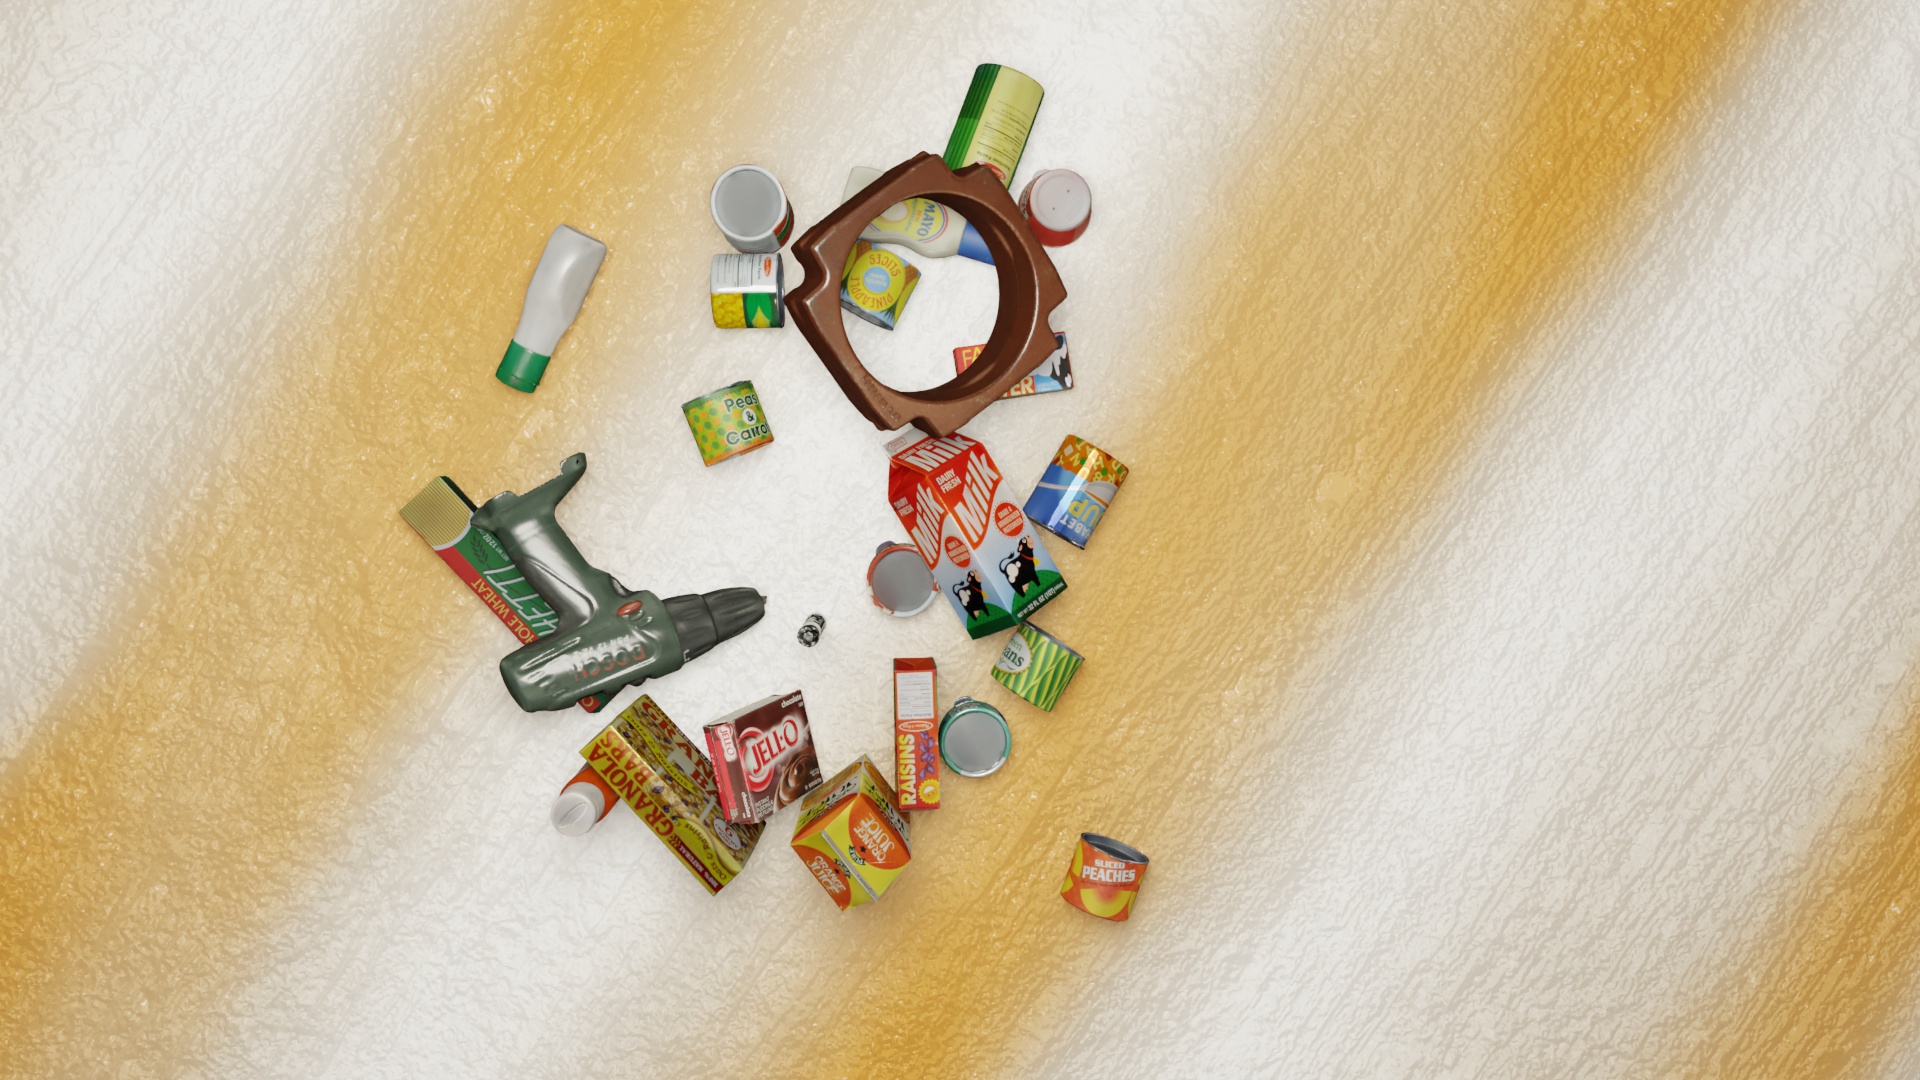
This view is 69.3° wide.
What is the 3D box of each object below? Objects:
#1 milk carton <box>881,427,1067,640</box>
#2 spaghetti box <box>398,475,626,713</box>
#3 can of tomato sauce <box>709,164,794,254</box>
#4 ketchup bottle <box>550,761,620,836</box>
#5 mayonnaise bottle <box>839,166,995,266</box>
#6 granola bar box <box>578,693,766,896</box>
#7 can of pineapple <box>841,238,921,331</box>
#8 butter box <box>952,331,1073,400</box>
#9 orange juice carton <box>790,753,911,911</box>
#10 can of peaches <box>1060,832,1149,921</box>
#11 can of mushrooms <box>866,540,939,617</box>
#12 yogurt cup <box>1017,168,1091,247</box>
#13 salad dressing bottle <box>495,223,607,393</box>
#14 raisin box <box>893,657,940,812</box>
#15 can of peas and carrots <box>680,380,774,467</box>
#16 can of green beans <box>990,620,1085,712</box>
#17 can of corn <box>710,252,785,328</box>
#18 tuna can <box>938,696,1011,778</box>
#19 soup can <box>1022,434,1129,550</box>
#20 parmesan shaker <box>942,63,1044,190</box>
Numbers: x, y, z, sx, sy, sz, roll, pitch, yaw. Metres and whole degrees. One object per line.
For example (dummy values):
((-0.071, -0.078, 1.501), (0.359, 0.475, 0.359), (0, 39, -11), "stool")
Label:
((0.004, -0.015, 1.221), (0.073, 0.073, 0.190), (-33, 94, -36), "milk carton")
((-0.394, 0.049, 1.238), (0.050, 0.028, 0.250), (-42, 93, -1), "spaghetti box")
((-0.181, -0.288, 1.209), (0.071, 0.083, 0.071), (0, 93, -3), "can of tomato sauce")
((-0.315, 0.216, 1.188), (0.065, 0.149, 0.043), (-42, 95, 0), "ketchup bottle")
((-0.033, -0.283, 1.237), (0.148, 0.041, 0.064), (16, 90, -3), "mayonnaise bottle")
((-0.244, 0.215, 1.203), (0.039, 0.124, 0.165), (-42, 94, 5), "granola bar box")
((-0.075, -0.225, 1.223), (0.071, 0.071, 0.058), (27, 91, -3), "can of pineapple")
((0.047, -0.155, 1.254), (0.103, 0.024, 0.053), (-9, 93, -2), "butter box")
((-0.091, 0.249, 1.178), (0.073, 0.193, 0.072), (-37, 95, 0), "orange juice carton")
((0.130, 0.304, 1.252), (0.071, 0.071, 0.058), (20, 93, -3), "can of peaches")
((-0.053, 0.034, 1.252), (0.071, 0.033, 0.071), (0, 93, -2), "can of mushrooms")
((0.086, -0.298, 1.236), (0.072, 0.054, 0.072), (0, 93, -3), "yogurt cup")
((-0.361, -0.202, 1.217), (0.044, 0.064, 0.147), (28, 98, 4), "salad dressing bottle")
((-0.040, 0.170, 1.231), (0.040, 0.086, 0.123), (-2, 92, -4), "raisin box")
((-0.203, -0.103, 1.221), (0.071, 0.071, 0.058), (-22, 94, -2), "can of peas and carrots")
((0.069, 0.112, 1.244), (0.071, 0.071, 0.058), (33, 91, -4), "can of green beans")
((-0.186, -0.218, 1.222), (0.058, 0.071, 0.071), (-1, 92, -2), "can of corn")
((0.012, 0.178, 1.261), (0.071, 0.033, 0.071), (0, 93, -3), "tuna can")
((0.104, -0.042, 1.239), (0.071, 0.071, 0.084), (31, 90, -4), "soup can")
((0.029, -0.358, 1.227), (0.071, 0.071, 0.103), (21, 90, -3), "parmesan shaker")
